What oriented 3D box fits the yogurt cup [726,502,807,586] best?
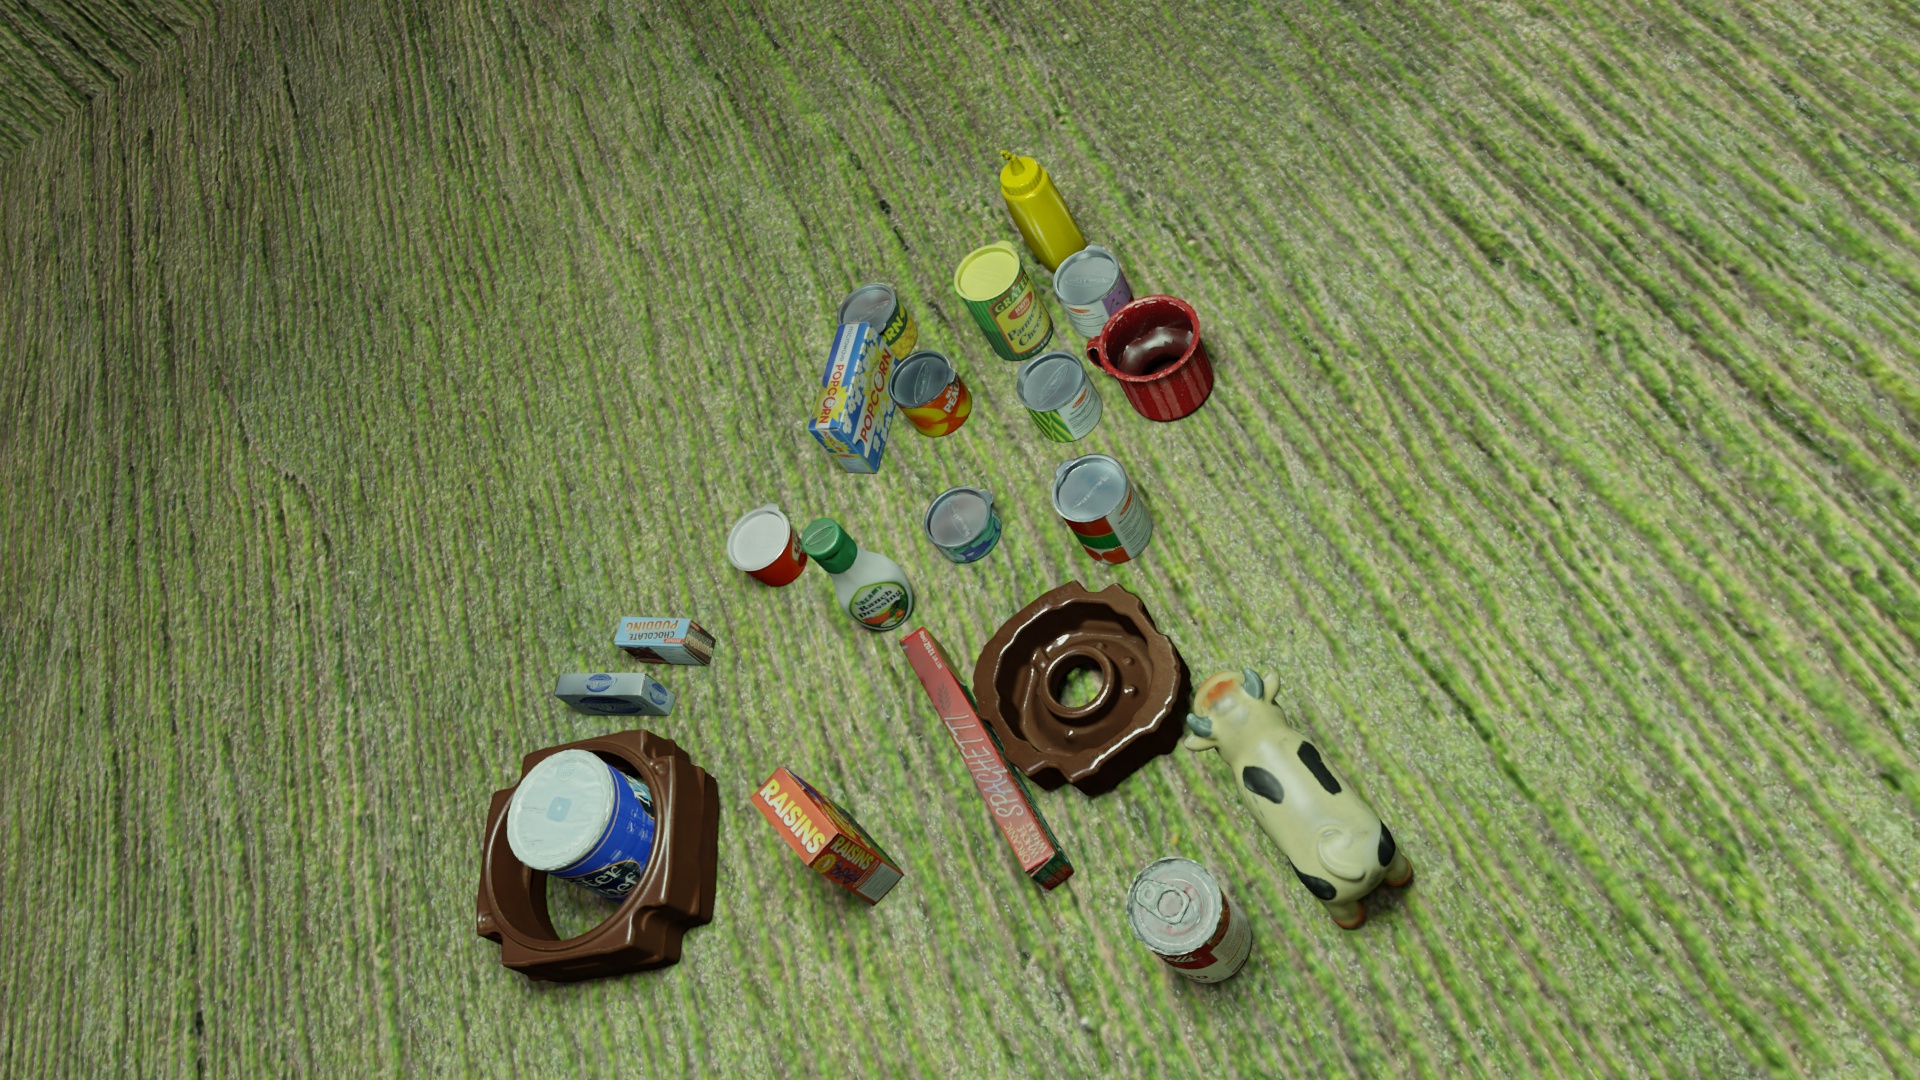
[{"bbox_3d":[-0.184,0.009,1.343,0.072,0.053,0.073,-11,58,19],"label":"yogurt cup"}]

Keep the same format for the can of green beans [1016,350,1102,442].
[{"bbox_3d":[0.093,-0.134,1.294,0.071,0.057,0.071,-12,58,19],"label":"can of green beans"}]

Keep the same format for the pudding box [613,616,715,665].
[{"bbox_3d":[-0.286,0.097,1.342,0.083,0.049,0.030,0,62,25],"label":"pudding box"}]

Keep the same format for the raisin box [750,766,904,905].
[{"bbox_3d":[-0.107,0.241,1.128,0.040,0.123,0.086,-46,54,-5],"label":"raisin box"}]

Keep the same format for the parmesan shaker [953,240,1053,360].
[{"bbox_3d":[0.045,-0.231,1.345,0.071,0.102,0.071,-12,58,19],"label":"parmesan shaker"}]

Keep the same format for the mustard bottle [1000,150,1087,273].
[{"bbox_3d":[0.075,-0.325,1.351,0.049,0.159,0.065,-41,53,-1],"label":"mustard bottle"}]

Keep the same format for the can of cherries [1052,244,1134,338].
[{"bbox_3d":[0.131,-0.239,1.338,0.071,0.058,0.072,-12,58,19],"label":"can of cherries"}]

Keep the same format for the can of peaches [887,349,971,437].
[{"bbox_3d":[-0.027,-0.143,1.356,0.071,0.058,0.071,-12,58,19],"label":"can of peaches"}]

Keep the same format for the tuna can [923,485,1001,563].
[{"bbox_3d":[0.005,-0.016,1.283,0.071,0.032,0.071,-11,58,19],"label":"tuna can"}]

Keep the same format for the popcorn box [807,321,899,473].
[{"bbox_3d":[-0.101,-0.141,1.372,0.038,0.085,0.127,1,62,26],"label":"popcorn box"}]

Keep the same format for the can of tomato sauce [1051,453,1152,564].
[{"bbox_3d":[0.122,-0.027,1.202,0.071,0.083,0.071,-12,58,19],"label":"can of tomato sauce"}]

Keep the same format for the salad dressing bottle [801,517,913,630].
[{"bbox_3d":[-0.092,0.030,1.229,0.064,0.147,0.044,-31,54,6],"label":"salad dressing bottle"}]

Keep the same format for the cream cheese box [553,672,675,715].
[{"bbox_3d":[-0.331,0.147,1.331,0.104,0.053,0.024,-3,61,24],"label":"cream cheese box"}]

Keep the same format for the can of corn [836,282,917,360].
[{"bbox_3d":[-0.084,-0.219,1.427,0.071,0.058,0.071,-12,58,19],"label":"can of corn"}]

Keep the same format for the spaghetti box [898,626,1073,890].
[{"bbox_3d":[0.018,0.176,1.153,0.028,0.050,0.251,-35,53,3],"label":"spaghetti box"}]
